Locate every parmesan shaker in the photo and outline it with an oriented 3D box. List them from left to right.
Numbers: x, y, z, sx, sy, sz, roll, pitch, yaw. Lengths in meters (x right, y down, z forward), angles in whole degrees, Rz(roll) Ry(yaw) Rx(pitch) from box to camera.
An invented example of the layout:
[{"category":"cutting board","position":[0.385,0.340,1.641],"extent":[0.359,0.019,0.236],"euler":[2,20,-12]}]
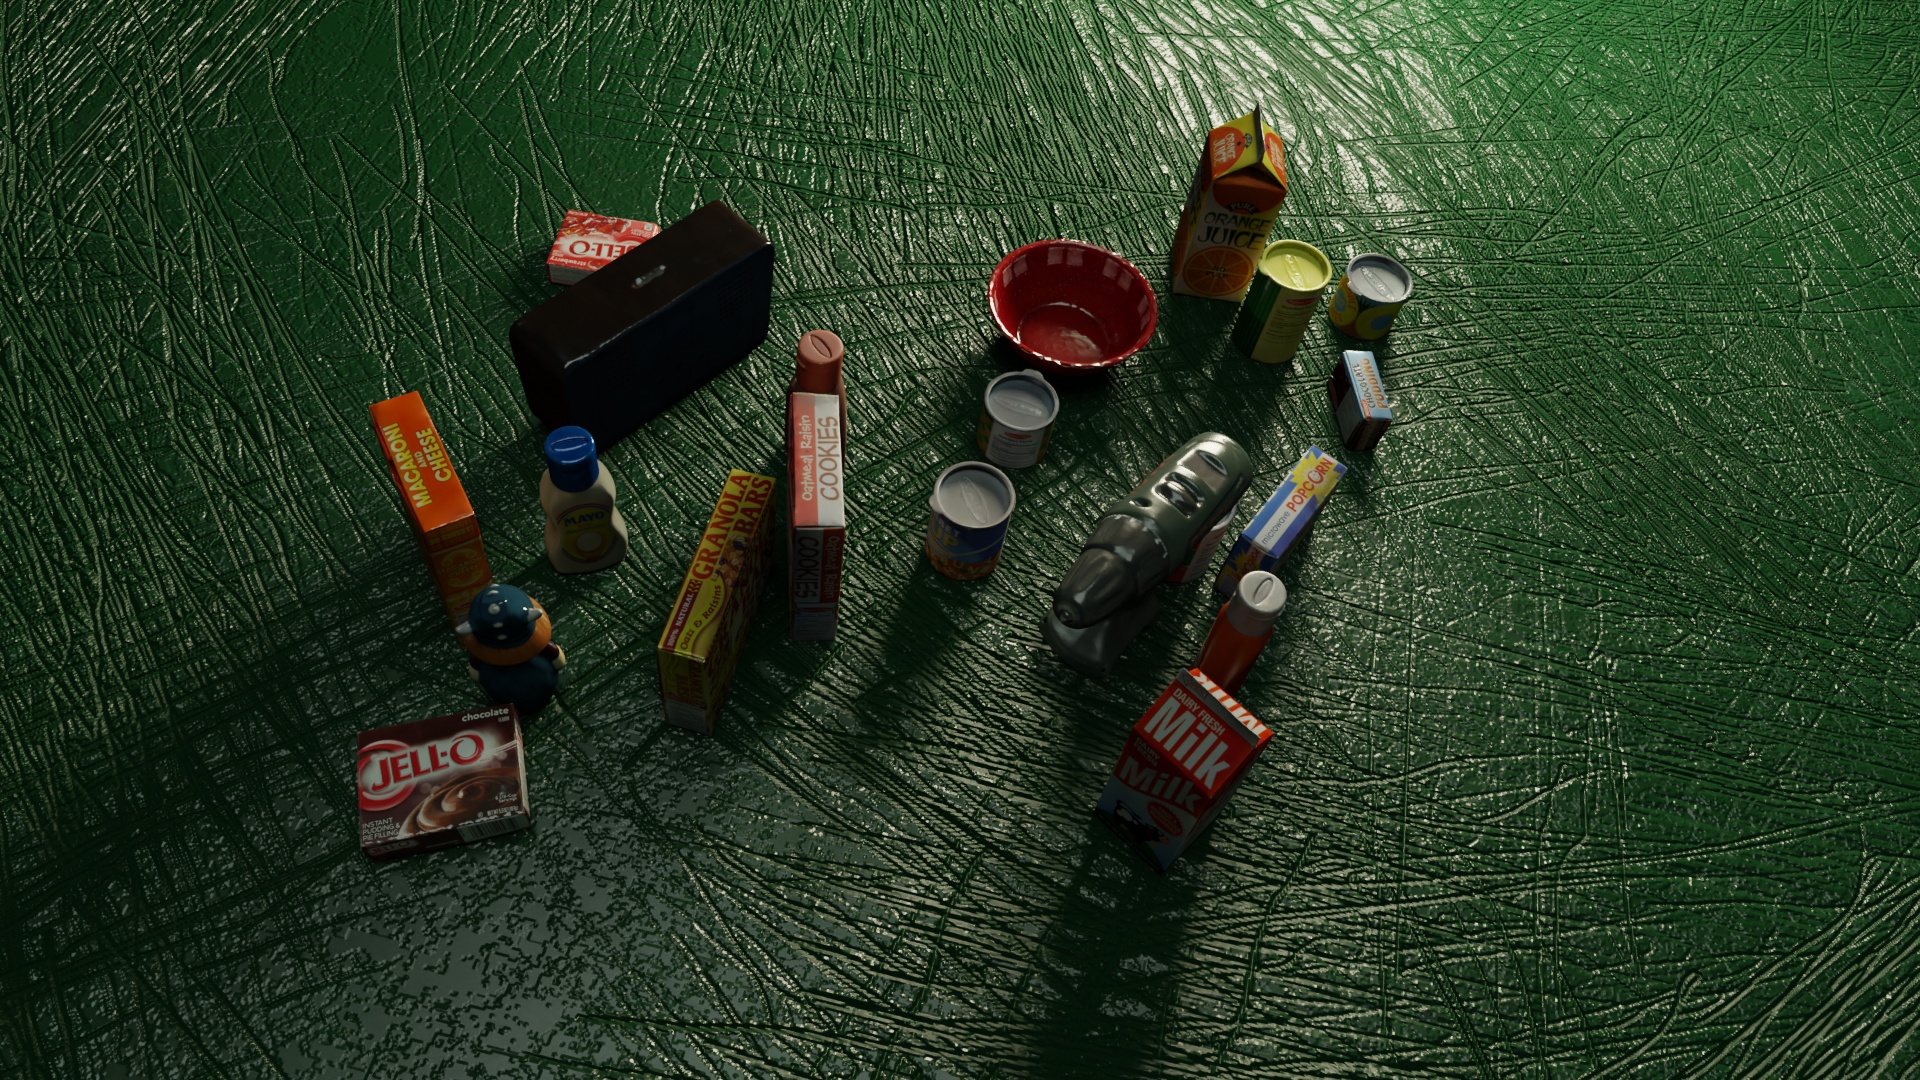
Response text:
[{"category":"parmesan shaker","position":[0.302,-0.226,1.322],"extent":[0.071,0.102,0.071],"euler":[4,56,-6]}]

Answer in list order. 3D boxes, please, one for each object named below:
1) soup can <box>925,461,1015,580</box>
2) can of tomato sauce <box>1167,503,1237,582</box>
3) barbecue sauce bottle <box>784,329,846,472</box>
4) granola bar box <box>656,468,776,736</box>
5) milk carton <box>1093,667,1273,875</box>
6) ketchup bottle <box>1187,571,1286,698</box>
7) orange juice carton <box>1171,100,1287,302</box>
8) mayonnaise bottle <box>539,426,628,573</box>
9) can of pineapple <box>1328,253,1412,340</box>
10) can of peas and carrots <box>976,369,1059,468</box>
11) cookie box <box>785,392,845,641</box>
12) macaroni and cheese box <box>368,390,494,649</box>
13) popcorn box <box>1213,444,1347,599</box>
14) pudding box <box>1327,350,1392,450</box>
[{"category":"soup can","position":[0.004,-0.014,1.149],"extent":[0.071,0.083,0.072],"euler":[4,56,-6]},{"category":"can of tomato sauce","position":[0.189,-0.014,1.176],"extent":[0.071,0.082,0.071],"euler":[4,56,-6]},{"category":"barbecue sauce bottle","position":[-0.120,-0.113,1.158],"extent":[0.044,0.147,0.065],"euler":[-28,65,-23]},{"category":"granola bar box","position":[-0.183,0.047,1.057],"extent":[0.039,0.123,0.166],"euler":[15,56,2]},{"category":"milk carton","position":[0.161,0.159,0.992],"extent":[0.072,0.189,0.074],"euler":[42,61,19]},{"category":"ketchup bottle","position":[0.214,0.078,1.079],"extent":[0.043,0.148,0.065],"euler":[31,58,12]},{"category":"orange juice carton","position":[0.259,-0.322,1.326],"extent":[0.073,0.191,0.072],"euler":[7,56,-3]},{"category":"mayonnaise bottle","position":[-0.296,-0.030,1.077],"extent":[0.065,0.147,0.041],"euler":[-13,60,-16]},{"category":"can of pineapple","position":[0.403,-0.240,1.373],"extent":[0.071,0.057,0.071],"euler":[4,56,-6]},{"category":"can of peas and carrots","position":[0.051,-0.108,1.233],"extent":[0.071,0.058,0.071],"euler":[4,56,-6]},{"category":"cookie box","position":[-0.116,-0.016,1.082],"extent":[0.040,0.166,0.123],"euler":[-1,57,-9]},{"category":"macaroni and cheese box","position":[-0.390,-0.012,1.040],"extent":[0.040,0.165,0.124],"euler":[-23,63,-21]},{"category":"popcorn box","position":[0.272,-0.011,1.185],"extent":[0.038,0.084,0.127],"euler":[35,59,15]},{"category":"pudding box","position":[0.373,-0.132,1.301],"extent":[0.030,0.049,0.084],"euler":[0,57,-8]}]
